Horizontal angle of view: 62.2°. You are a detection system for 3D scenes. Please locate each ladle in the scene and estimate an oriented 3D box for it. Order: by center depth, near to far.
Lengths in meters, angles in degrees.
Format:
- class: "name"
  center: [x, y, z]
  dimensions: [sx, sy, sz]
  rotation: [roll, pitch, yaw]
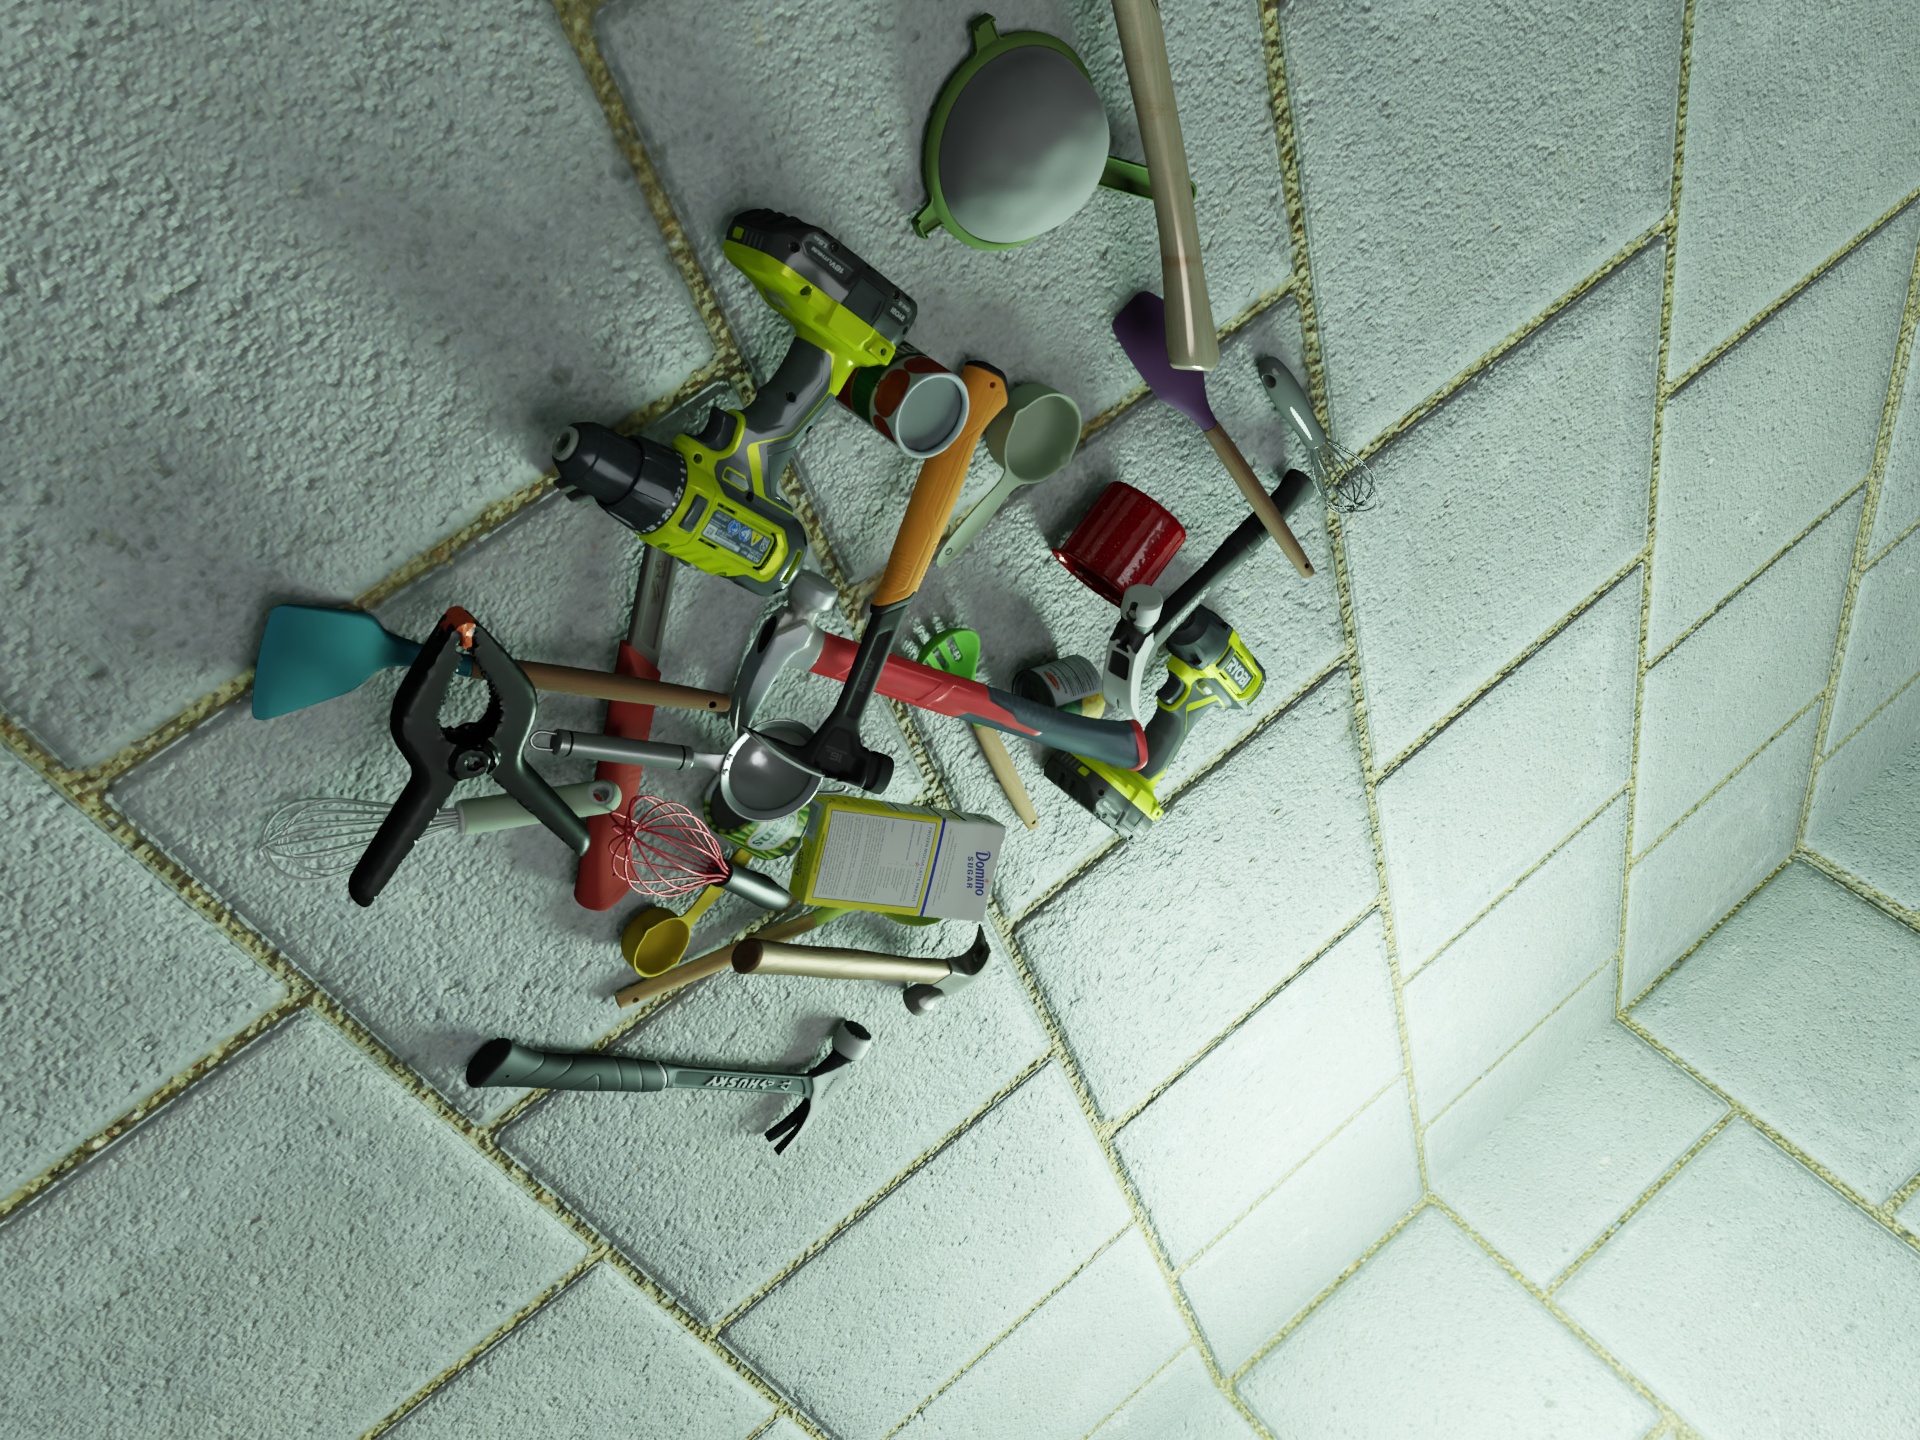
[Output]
- class: "ladle"
  center: [-0.148, 0.193, 1.403]
  dimensions: [0.320, 0.062, 0.078]
  rotation: [-20, 128, -26]

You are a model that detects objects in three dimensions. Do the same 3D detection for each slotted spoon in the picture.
- class: "slotted spoon"
  center: [0.023, 0.015, 1.436]
  dimensions: [0.070, 0.031, 0.313]
  rotation: [-40, 141, -9]

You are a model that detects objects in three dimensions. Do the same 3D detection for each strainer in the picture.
- class: "strainer"
  center: [0.093, -0.393, 1.137]
  dimensions: [0.256, 0.069, 0.151]
  rotation: [-1, 121, -39]
- class: "strainer"
  center: [-0.199, 0.027, 1.180]
  dimensions: [0.258, 0.050, 0.087]
  rotation: [9, 107, -39]

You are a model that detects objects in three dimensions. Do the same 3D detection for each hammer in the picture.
- class: "hammer"
  center: [0.143, -0.430, 1.119]
  dimensions: [0.146, 0.038, 0.410]
  rotation: [-56, 144, -32]
- class: "hammer"
  center: [-0.248, -0.013, 1.163]
  dimensions: [0.149, 0.037, 0.359]
  rotation: [-6, 124, -39]
- class: "hammer"
  center: [-0.049, -0.116, 1.201]
  dimensions: [0.127, 0.034, 0.337]
  rotation: [22, 90, -37]
- class: "hammer"
  center: [-0.002, -0.004, 1.323]
  dimensions: [0.386, 0.038, 0.143]
  rotation: [18, 111, -33]
- class: "hammer"
  center: [0.226, -0.131, 1.414]
  dimensions: [0.335, 0.035, 0.146]
  rotation: [-43, 154, -38]
- class: "hammer"
  center: [-0.258, 0.322, 1.425]
  dimensions: [0.408, 0.036, 0.149]
  rotation: [18, 109, -47]
- class: "hammer"
  center: [-0.083, 0.221, 1.437]
  dimensions: [0.130, 0.031, 0.331]
  rotation: [-36, 152, 23]

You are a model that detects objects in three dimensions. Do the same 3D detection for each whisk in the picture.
- class: "whisk"
  center: [-0.356, 0.069, 1.107]
  dimensions: [0.246, 0.058, 0.059]
  rotation: [-8, 163, -28]
- class: "whisk"
  center: [-0.197, 0.117, 1.248]
  dimensions: [0.073, 0.073, 0.295]
  rotation: [-48, 158, -1]
- class: "whisk"
  center: [0.331, -0.261, 1.475]
  dimensions: [0.055, 0.055, 0.238]
  rotation: [-49, 136, 1]

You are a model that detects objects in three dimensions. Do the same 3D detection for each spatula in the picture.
- class: "spatula"
  center: [-0.302, -0.026, 1.069]
  dimensions: [0.317, 0.044, 0.082]
  rotation: [8, 116, -29]
- class: "spatula"
  center: [0.226, -0.234, 1.353]
  dimensions: [0.060, 0.018, 0.315]
  rotation: [-47, 121, -9]

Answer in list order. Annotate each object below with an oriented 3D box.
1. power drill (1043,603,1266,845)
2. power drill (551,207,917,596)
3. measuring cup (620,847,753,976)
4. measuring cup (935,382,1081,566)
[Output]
- class: "power drill"
  center: [0.188, -0.003, 1.533]
  dimensions: [0.223, 0.080, 0.171]
  rotation: [-52, 141, -1]
- class: "power drill"
  center: [-0.145, -0.211, 1.041]
  dimensions: [0.190, 0.080, 0.228]
  rotation: [27, 94, -46]
- class: "measuring cup"
  center: [-0.223, 0.145, 1.328]
  dimensions: [0.156, 0.029, 0.062]
  rotation: [-49, 146, -18]
- class: "measuring cup"
  center: [0.027, -0.195, 1.263]
  dimensions: [0.167, 0.038, 0.083]
  rotation: [-50, 140, 6]
